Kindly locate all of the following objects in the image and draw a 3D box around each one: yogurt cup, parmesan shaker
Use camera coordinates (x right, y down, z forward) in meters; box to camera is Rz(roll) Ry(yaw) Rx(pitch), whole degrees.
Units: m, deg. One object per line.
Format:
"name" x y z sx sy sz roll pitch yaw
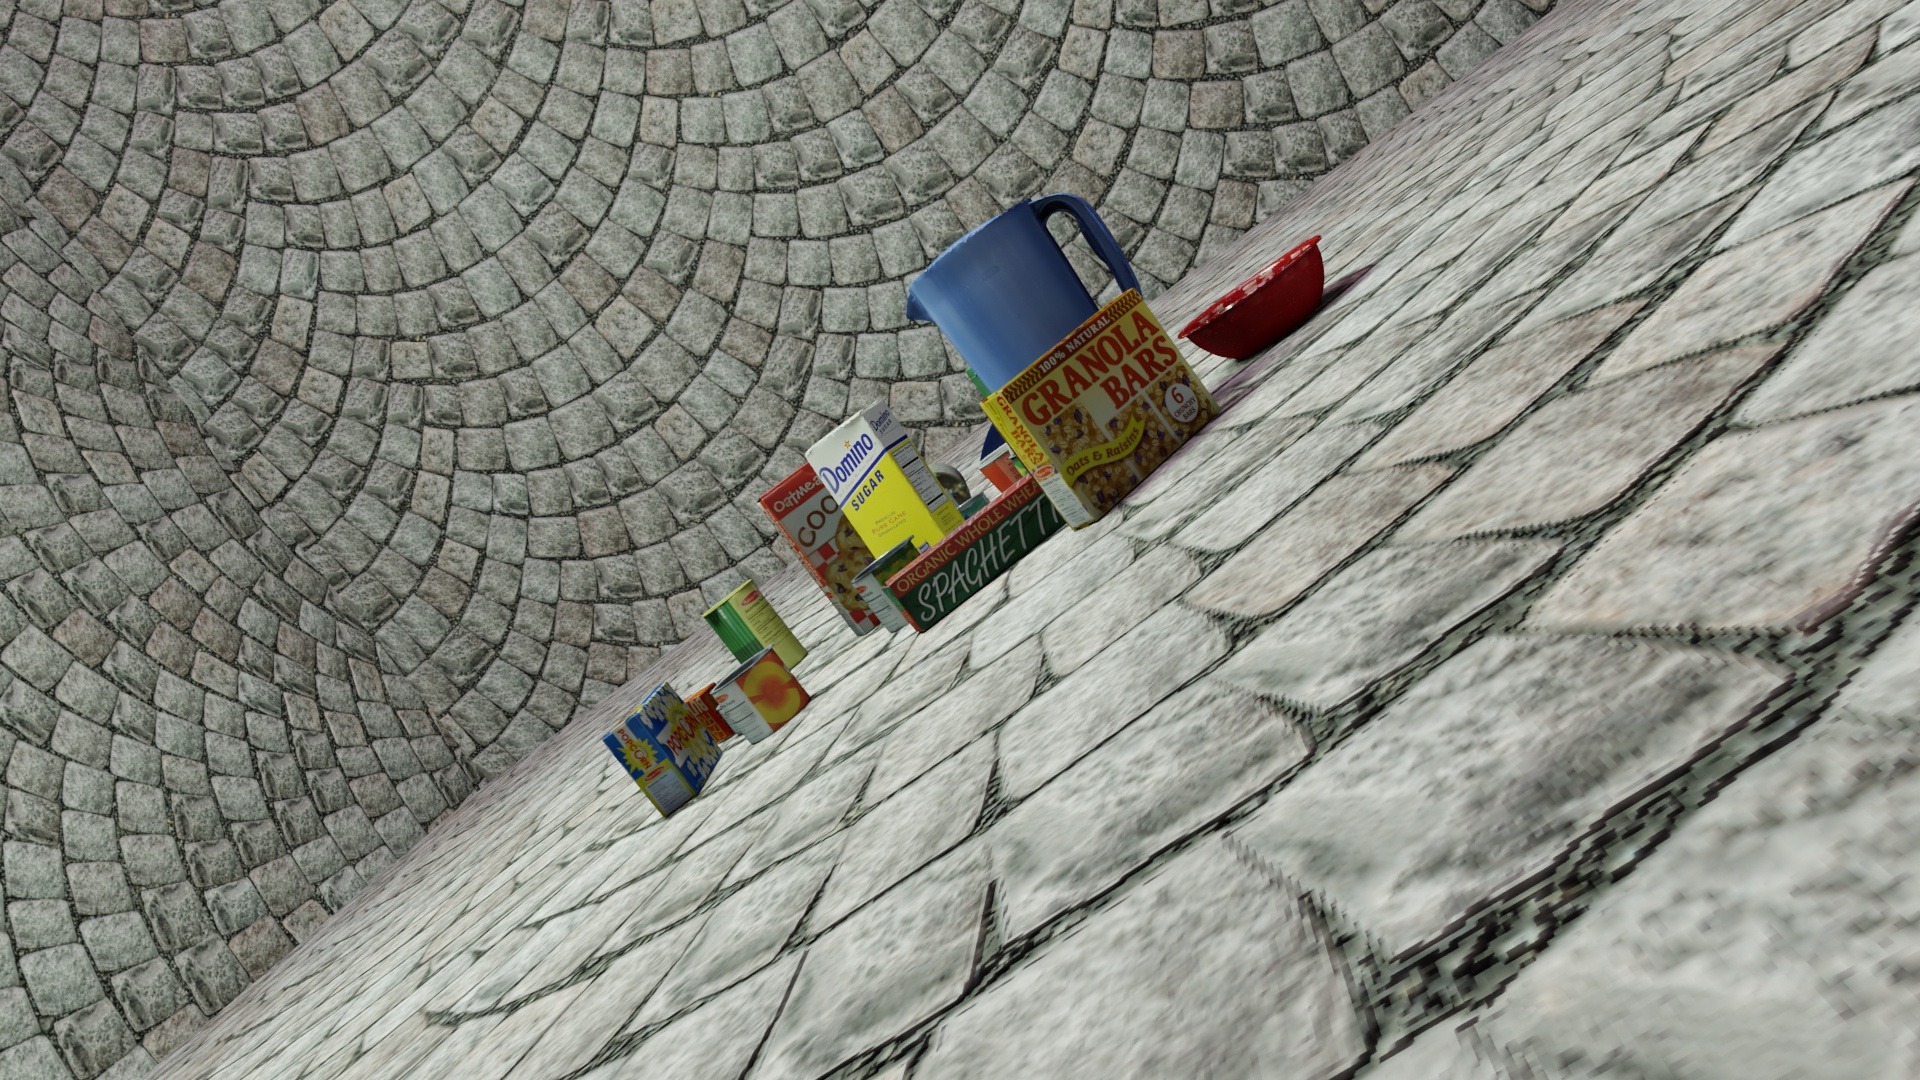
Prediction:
"yogurt cup" 0.060 -0.081 1.547 0.072 0.054 0.072 -36 6 4
"parmesan shaker" -0.225 0.104 1.509 0.071 0.103 0.071 -36 6 4

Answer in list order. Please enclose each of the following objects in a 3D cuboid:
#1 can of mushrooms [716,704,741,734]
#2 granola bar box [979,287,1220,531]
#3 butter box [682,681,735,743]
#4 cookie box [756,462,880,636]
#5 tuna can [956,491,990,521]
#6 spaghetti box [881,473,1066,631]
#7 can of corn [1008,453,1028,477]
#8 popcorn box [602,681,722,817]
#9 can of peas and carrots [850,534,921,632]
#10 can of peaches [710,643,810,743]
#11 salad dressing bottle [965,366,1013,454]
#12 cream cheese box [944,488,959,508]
"can of mushrooms" -0.192 0.149 1.307 0.071 0.033 0.071 -36 6 4
"granola bar box" 0.112 -0.104 1.090 0.166 0.124 0.039 -40 6 -30
"butter box" -0.256 0.178 1.359 0.103 0.053 0.024 -31 8 46
"cookie box" -0.101 -0.009 1.365 0.123 0.167 0.040 -38 6 -17
"tuna can" 0.005 -0.019 1.481 0.071 0.033 0.071 -36 6 4
"spaghetti box" 0.049 -0.018 1.141 0.250 0.050 0.028 -37 6 -8
"can of corn" 0.088 -0.074 1.311 0.071 0.058 0.071 -36 6 4
"popcorn box" -0.254 0.177 1.198 0.038 0.085 0.127 -36 6 4
"can of peas and carrots" -0.053 0.039 1.243 0.071 0.058 0.071 -36 6 4
"can of peaches" -0.170 0.132 1.198 0.071 0.058 0.071 -36 6 4
"salad dressing bottle" 0.063 -0.129 1.448 0.064 0.147 0.044 -34 6 25
"cream cheese box" -0.033 -0.012 1.551 0.024 0.053 0.104 -32 7 41
